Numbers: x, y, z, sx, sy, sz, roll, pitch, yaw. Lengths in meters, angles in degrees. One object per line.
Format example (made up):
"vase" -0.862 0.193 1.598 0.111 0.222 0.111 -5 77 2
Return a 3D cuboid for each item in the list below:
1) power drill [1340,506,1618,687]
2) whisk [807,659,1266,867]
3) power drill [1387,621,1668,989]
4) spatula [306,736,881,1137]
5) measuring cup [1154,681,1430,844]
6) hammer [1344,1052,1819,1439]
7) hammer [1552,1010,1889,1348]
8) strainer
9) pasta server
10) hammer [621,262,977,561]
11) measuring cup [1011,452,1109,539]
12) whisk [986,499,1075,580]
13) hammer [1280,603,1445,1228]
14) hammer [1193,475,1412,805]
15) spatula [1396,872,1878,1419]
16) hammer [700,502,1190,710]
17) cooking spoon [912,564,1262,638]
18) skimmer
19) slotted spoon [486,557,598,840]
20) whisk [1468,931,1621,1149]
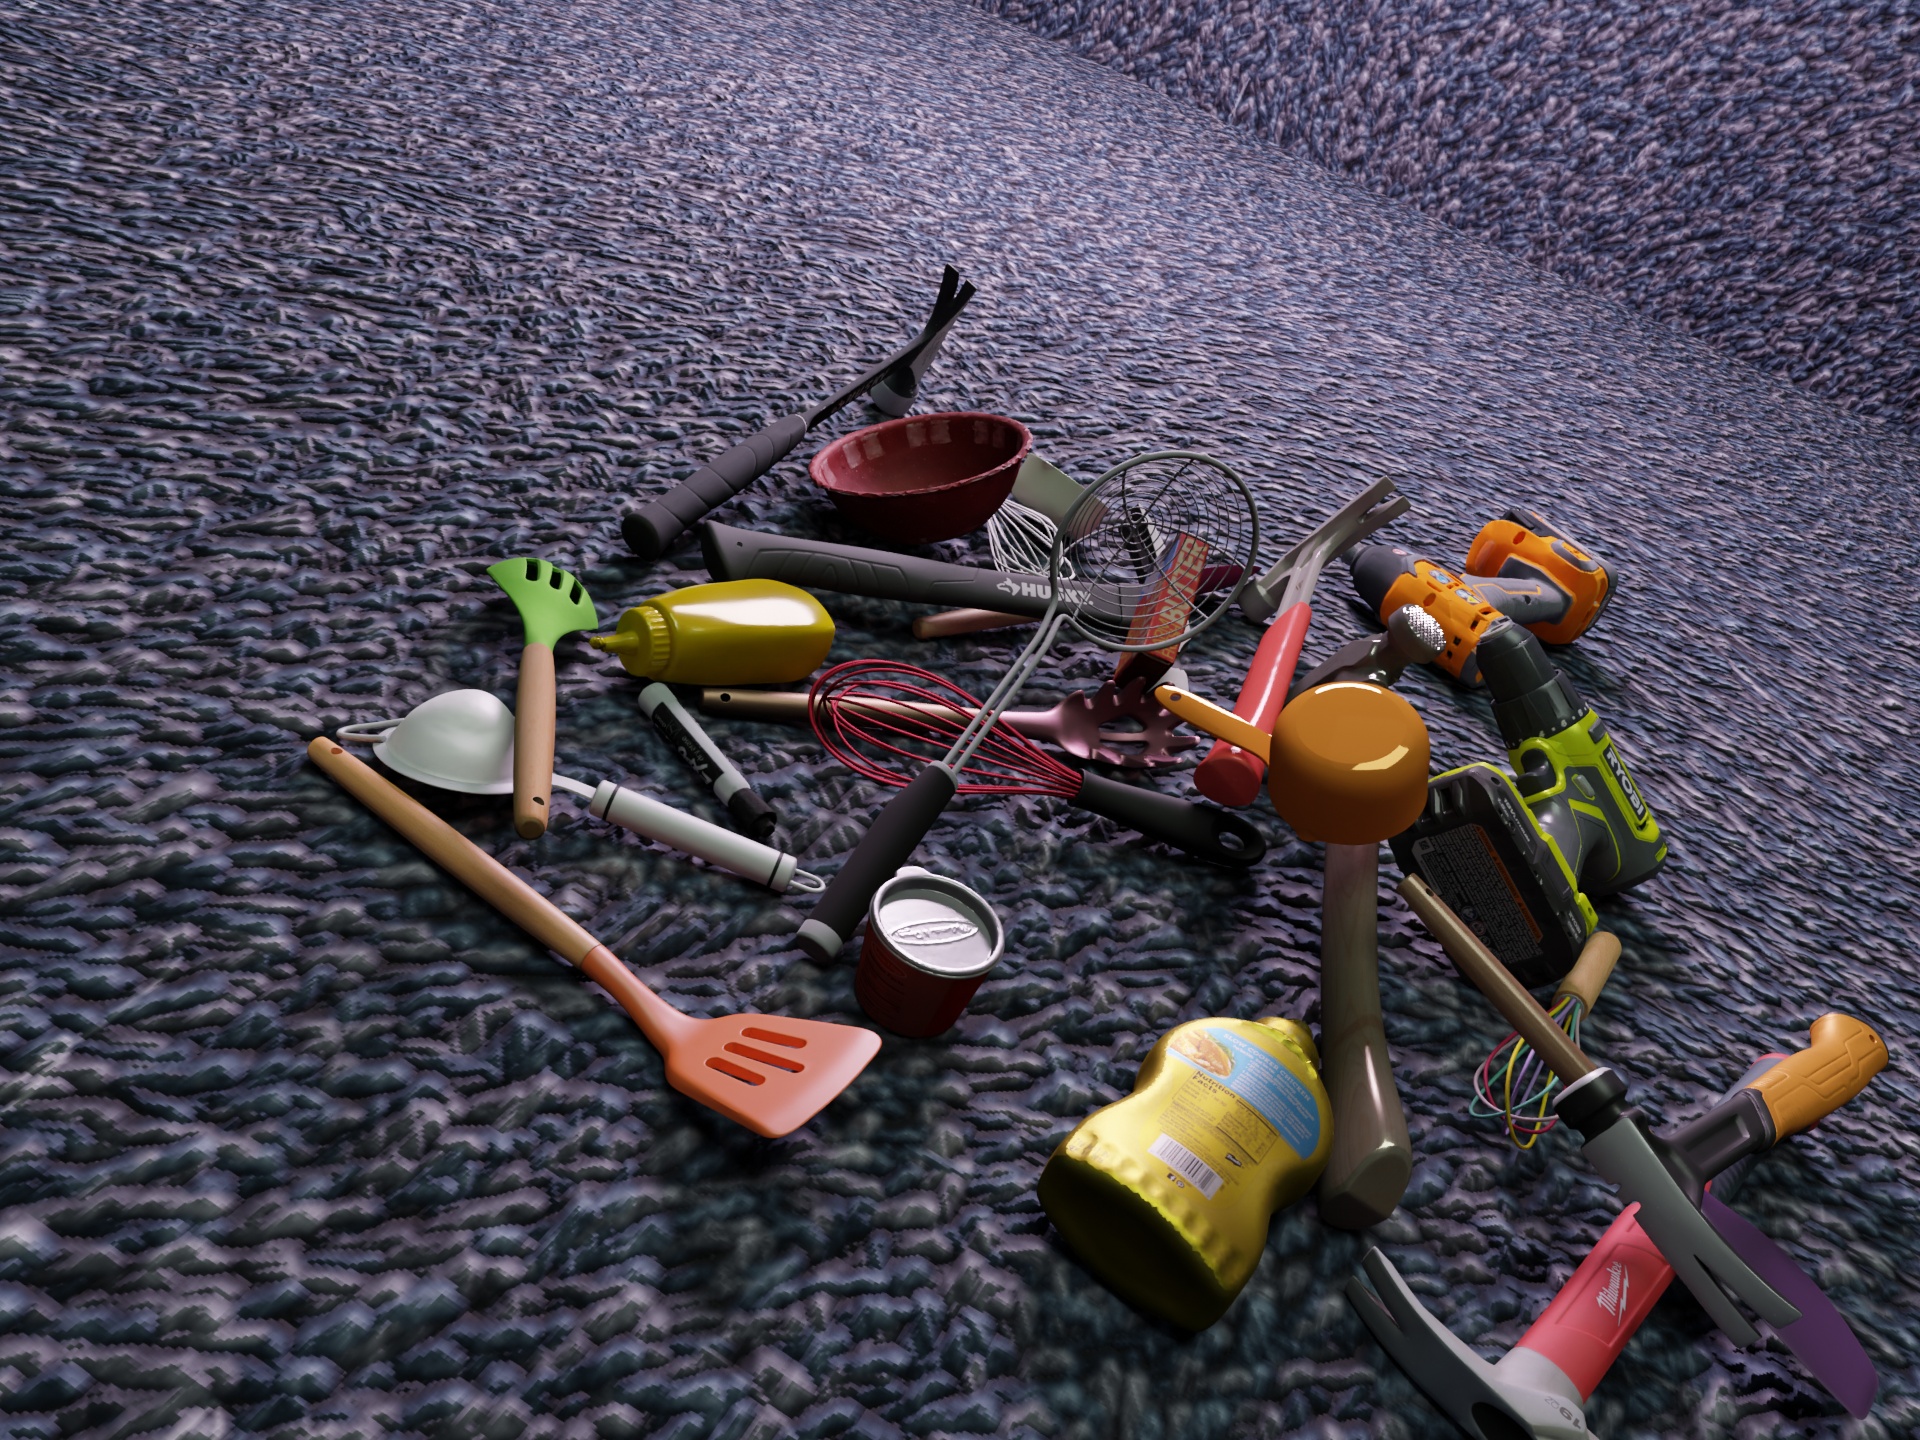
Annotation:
"power drill" 0.434 -0.115 1.343 0.226 0.084 0.164 -18 49 -40
"whisk" 0.050 0.032 0.930 0.295 0.073 0.073 20 33 -15
"power drill" 0.358 0.050 1.007 0.228 0.080 0.190 -31 93 -48
"spatula" -0.185 0.089 0.730 0.323 0.041 0.081 33 35 17
"measuring cup" 0.182 0.002 0.896 0.174 0.052 0.095 28 56 30
"hammer" 0.347 0.247 0.814 0.143 0.038 0.386 39 37 27
"hammer" 0.423 0.208 0.820 0.336 0.034 0.127 -4 52 -46
"strainer" -0.188 0.035 0.809 0.258 0.050 0.087 23 18 -5
"pasta server" -0.002 -0.003 0.969 0.316 0.040 0.060 5 69 -22
"hammer" -0.110 -0.217 1.149 0.036 0.149 0.409 41 42 1
"measuring cup" 0.043 -0.193 1.254 0.168 0.038 0.083 36 5 31
"whisk" 0.023 -0.167 1.210 0.059 0.057 0.247 7 31 -28
"hammer" 0.215 0.102 0.902 0.038 0.146 0.411 34 40 -16
"hammer" 0.221 -0.052 1.069 0.036 0.149 0.359 46 33 -8
"spatula" 0.330 0.199 0.789 0.060 0.018 0.316 -20 64 -49
"hammer" -0.005 -0.094 1.053 0.334 0.035 0.146 7 64 -18
"cooking spoon" 0.098 -0.087 1.148 0.318 0.069 0.017 -11 86 -35
"skimmer" 0.044 -0.009 0.855 0.090 0.127 0.363 7 47 40
"slotted spoon" -0.216 -0.022 0.817 0.070 0.031 0.314 27 17 -24
"whisk" 0.346 0.178 0.917 0.047 0.051 0.245 53 36 8
